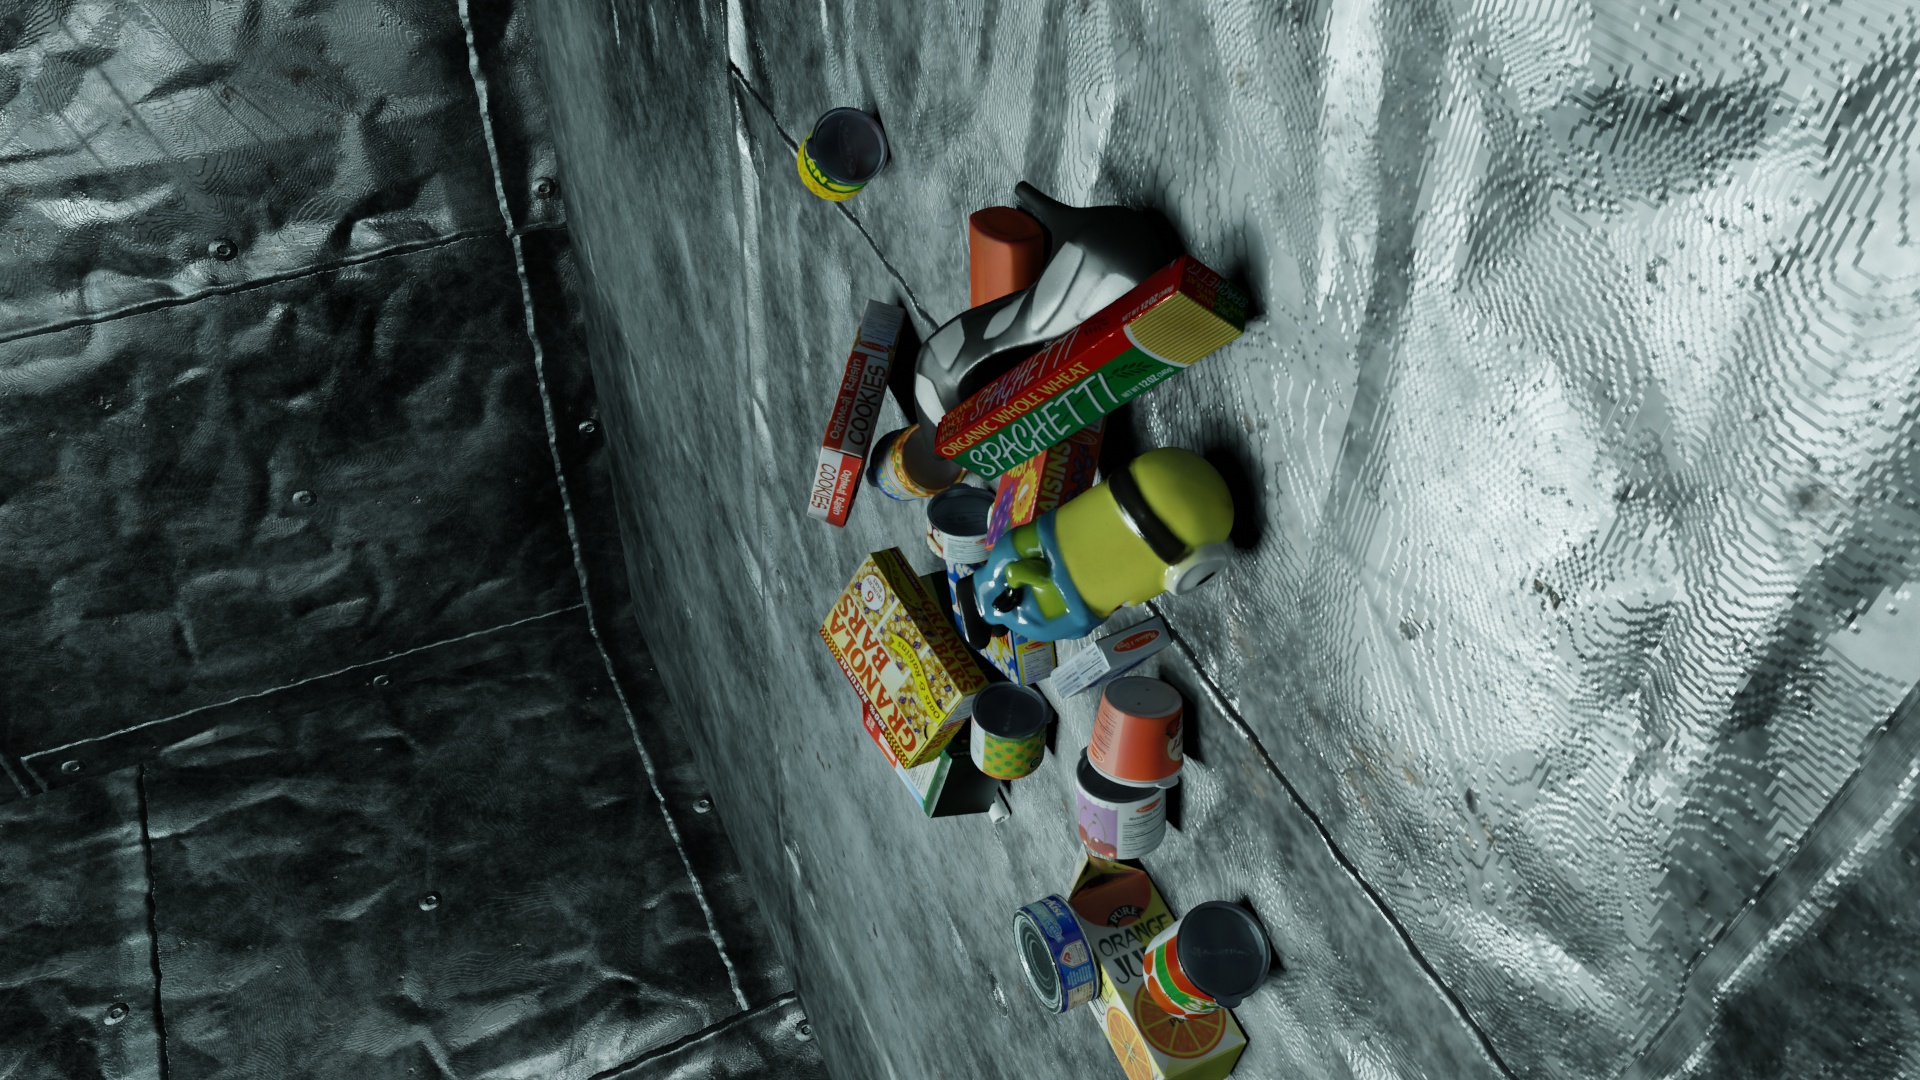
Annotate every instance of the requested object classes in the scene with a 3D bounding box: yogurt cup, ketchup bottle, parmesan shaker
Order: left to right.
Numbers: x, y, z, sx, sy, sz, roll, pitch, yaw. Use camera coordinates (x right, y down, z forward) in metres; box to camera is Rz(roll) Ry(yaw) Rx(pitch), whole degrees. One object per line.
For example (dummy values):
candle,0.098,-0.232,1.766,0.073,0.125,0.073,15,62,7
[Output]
parmesan shaker,-0.023,0.085,1.320,0.071,0.071,0.103,148,106,-69
ketchup bottle,0.032,-0.162,1.004,0.065,0.044,0.148,48,149,45
yogurt cup,0.124,0.131,0.968,0.072,0.072,0.053,44,137,53

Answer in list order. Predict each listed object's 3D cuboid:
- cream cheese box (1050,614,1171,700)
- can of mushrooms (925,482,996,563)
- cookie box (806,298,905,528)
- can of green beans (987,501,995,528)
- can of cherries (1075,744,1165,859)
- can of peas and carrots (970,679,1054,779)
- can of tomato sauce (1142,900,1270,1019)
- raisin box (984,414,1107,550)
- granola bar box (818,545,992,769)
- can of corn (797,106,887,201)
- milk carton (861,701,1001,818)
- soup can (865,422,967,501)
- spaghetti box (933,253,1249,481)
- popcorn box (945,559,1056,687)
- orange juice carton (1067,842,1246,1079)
cream cheese box,0.106,0.085,0.993,0.024,0.053,0.103,67,159,12
can of mushrooms,0.004,-0.015,1.165,0.071,0.071,0.033,53,153,43
cookie box,-0.093,-0.113,1.254,0.122,0.040,0.168,112,172,-59
can of green beans,0.060,-0.006,1.034,0.071,0.058,0.071,52,151,45
can of cherries,0.118,0.190,1.027,0.072,0.072,0.058,46,148,51
can of peas and carrots,0.044,0.165,1.205,0.071,0.071,0.058,54,153,41
can of tomato sauce,0.171,0.296,0.970,0.082,0.071,0.071,111,138,-60
raisin box,0.060,-0.052,0.943,0.086,0.040,0.123,161,125,-69
granola bar box,-0.055,0.108,1.276,0.166,0.039,0.123,55,134,23
can of corn,-0.105,-0.330,1.191,0.058,0.071,0.071,173,81,-70
milk carton,-0.035,0.184,1.376,0.191,0.072,0.073,46,126,46
soup can,-0.039,-0.069,1.224,0.083,0.071,0.071,-6,101,69
spaghetti box,0.069,-0.096,0.840,0.249,0.050,0.029,-28,41,51
popcorn box,0.033,0.060,1.186,0.127,0.038,0.085,35,139,59
orange juice carton,0.135,0.332,1.083,0.071,0.073,0.193,96,151,-48
